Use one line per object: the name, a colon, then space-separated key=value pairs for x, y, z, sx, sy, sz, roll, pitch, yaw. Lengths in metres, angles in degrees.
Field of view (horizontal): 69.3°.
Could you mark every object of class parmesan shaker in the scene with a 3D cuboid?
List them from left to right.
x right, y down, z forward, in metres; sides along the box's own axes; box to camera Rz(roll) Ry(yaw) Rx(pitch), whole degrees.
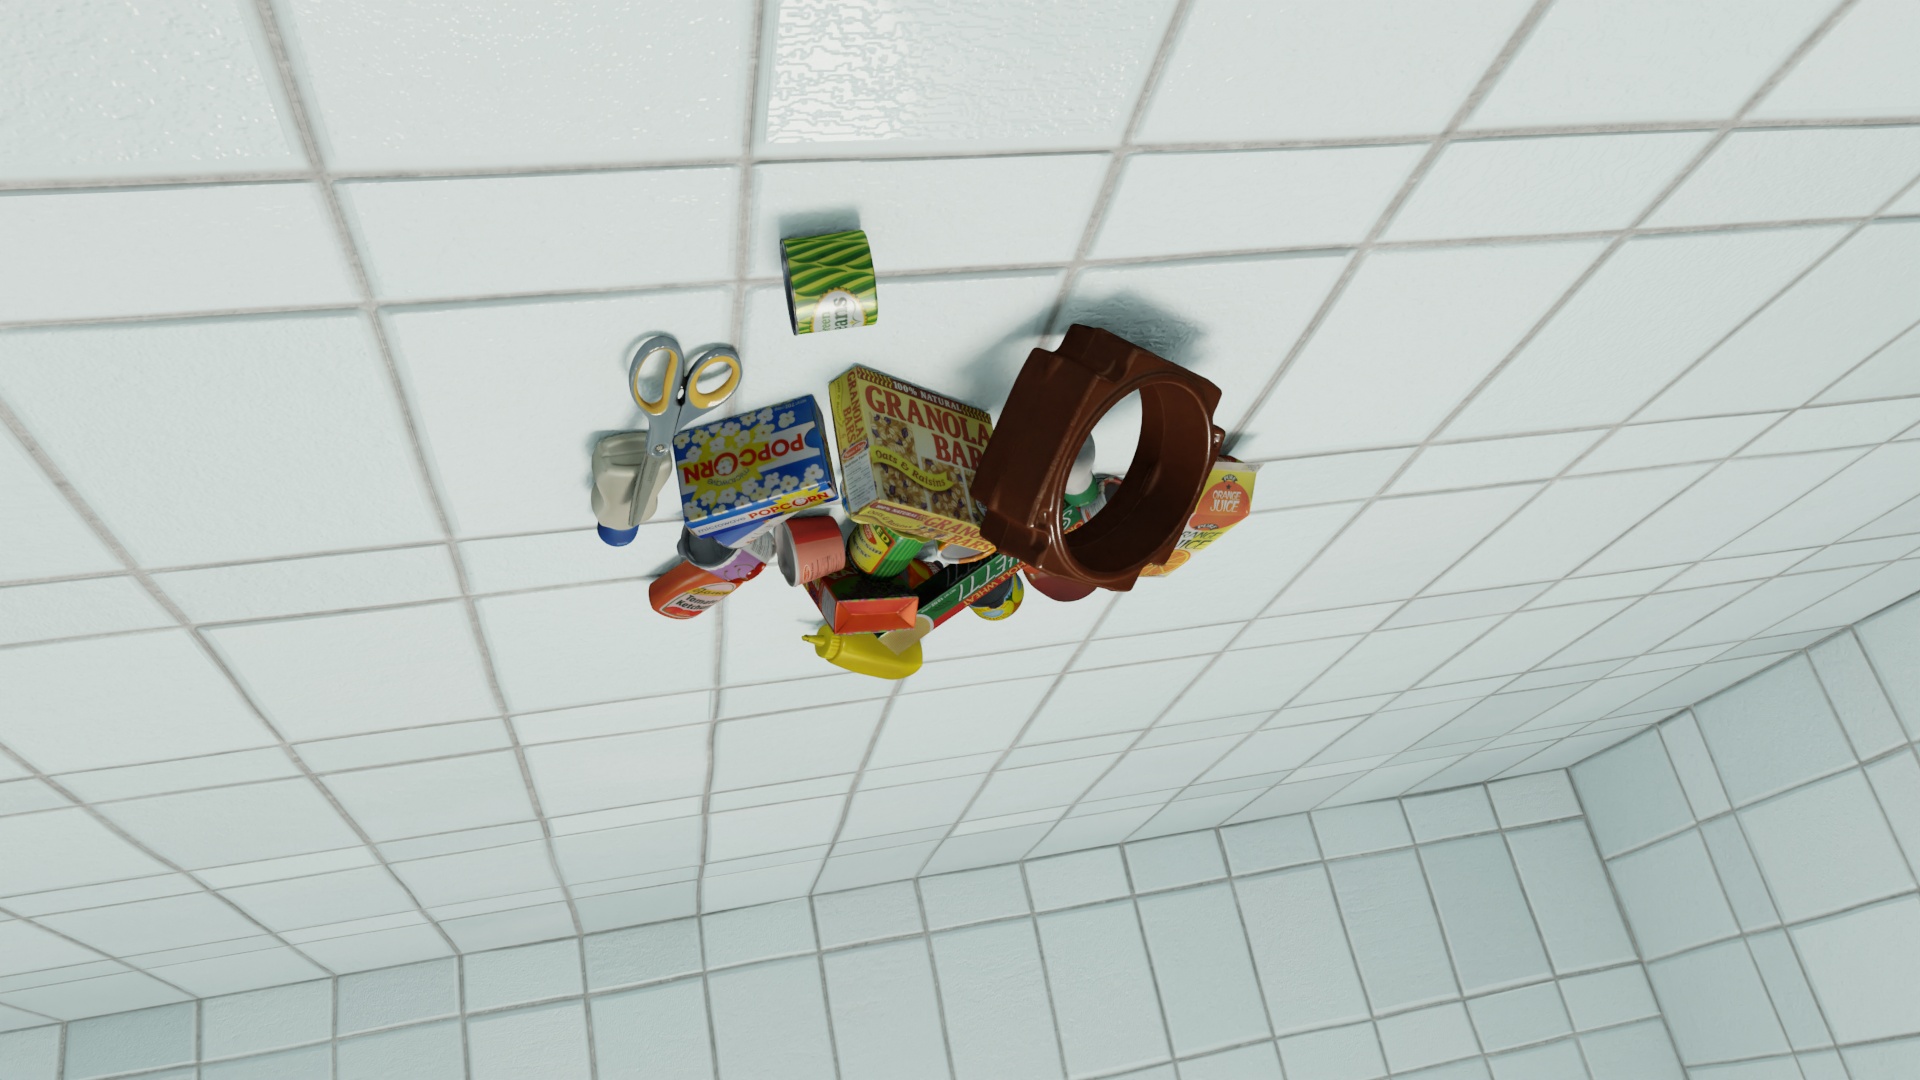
parmesan shaker: x=-0.065 y=-0.007 z=1.346 sx=0.071 sy=0.071 sz=0.102 roll=-1 pitch=154 yaw=-24

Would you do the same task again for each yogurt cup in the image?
yogurt cup: x=-0.146 y=0.007 z=1.350 sx=0.054 sy=0.072 sz=0.072 roll=-13 pitch=158 yaw=-20

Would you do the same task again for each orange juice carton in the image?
orange juice carton: x=0.228 y=-0.034 z=1.432 sx=0.072 sy=0.073 sz=0.191 roll=2 pitch=152 yaw=-30

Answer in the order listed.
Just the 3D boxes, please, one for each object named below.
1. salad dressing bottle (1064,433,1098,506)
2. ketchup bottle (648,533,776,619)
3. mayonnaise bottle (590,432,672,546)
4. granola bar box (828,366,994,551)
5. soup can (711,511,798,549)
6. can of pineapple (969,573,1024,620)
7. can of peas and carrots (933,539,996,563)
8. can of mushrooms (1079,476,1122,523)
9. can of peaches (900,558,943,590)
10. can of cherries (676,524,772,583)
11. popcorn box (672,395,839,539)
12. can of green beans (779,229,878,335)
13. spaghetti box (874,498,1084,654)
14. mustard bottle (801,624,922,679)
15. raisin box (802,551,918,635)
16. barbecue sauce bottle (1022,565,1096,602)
salad dressing bottle: x=0.101 y=-0.073 z=1.318 sx=0.064 sy=0.044 sz=0.147 roll=-18 pitch=157 yaw=8
ketchup bottle: x=-0.243 y=0.031 z=1.380 sx=0.148 sy=0.044 sz=0.065 roll=-30 pitch=152 yaw=34
mayonnaise bottle: x=-0.289 y=-0.041 z=1.196 sx=0.065 sy=0.041 sz=0.147 roll=-9 pitch=158 yaw=-24
granola bar box: x=-0.031 y=-0.065 z=1.163 sx=0.039 sy=0.124 sz=0.165 roll=-28 pitch=152 yaw=35
soup can: x=-0.183 y=-0.041 z=1.220 sx=0.083 sy=0.071 sz=0.071 roll=-30 pitch=151 yaw=33
can of pineapple: x=0.033 y=0.052 z=1.532 sx=0.071 sy=0.071 sz=0.057 roll=-17 pitch=156 yaw=10
can of peas and carrots: x=0.005 y=-0.017 z=1.374 sx=0.071 sy=0.059 sz=0.070 roll=-11 pitch=157 yaw=-5
can of mushrooms: x=0.156 y=-0.030 z=1.414 sx=0.071 sy=0.071 sz=0.033 roll=11 pitch=146 yaw=-43
can of peaches: x=-0.057 y=0.048 z=1.486 sx=0.071 sy=0.071 sz=0.058 roll=-29 pitch=151 yaw=33
can of cherries: x=-0.220 y=0.002 z=1.297 sx=0.071 sy=0.072 sz=0.058 roll=-19 pitch=157 yaw=15
popcorn box: x=-0.171 y=-0.060 z=1.152 sx=0.127 sy=0.085 sz=0.038 roll=-16 pitch=155 yaw=5
can of green beans: x=-0.090 y=-0.177 z=0.953 sx=0.058 sy=0.071 sz=0.071 roll=-9 pitch=156 yaw=-9
spaghetti box: x=0.019 y=0.031 z=1.434 sx=0.250 sy=0.029 sz=0.050 roll=-35 pitch=146 yaw=6
mustard bottle: x=-0.120 y=0.124 z=1.632 sx=0.160 sy=0.065 sz=0.048 roll=13 pitch=141 yaw=-35
raisin box: x=-0.104 y=0.050 z=1.401 sx=0.086 sy=0.124 sz=0.040 roll=-3 pitch=113 yaw=-21
barbecue sauce bottle: x=0.098 y=0.030 z=1.548 sx=0.065 sy=0.044 sz=0.148 roll=-17 pitch=156 yaw=23
